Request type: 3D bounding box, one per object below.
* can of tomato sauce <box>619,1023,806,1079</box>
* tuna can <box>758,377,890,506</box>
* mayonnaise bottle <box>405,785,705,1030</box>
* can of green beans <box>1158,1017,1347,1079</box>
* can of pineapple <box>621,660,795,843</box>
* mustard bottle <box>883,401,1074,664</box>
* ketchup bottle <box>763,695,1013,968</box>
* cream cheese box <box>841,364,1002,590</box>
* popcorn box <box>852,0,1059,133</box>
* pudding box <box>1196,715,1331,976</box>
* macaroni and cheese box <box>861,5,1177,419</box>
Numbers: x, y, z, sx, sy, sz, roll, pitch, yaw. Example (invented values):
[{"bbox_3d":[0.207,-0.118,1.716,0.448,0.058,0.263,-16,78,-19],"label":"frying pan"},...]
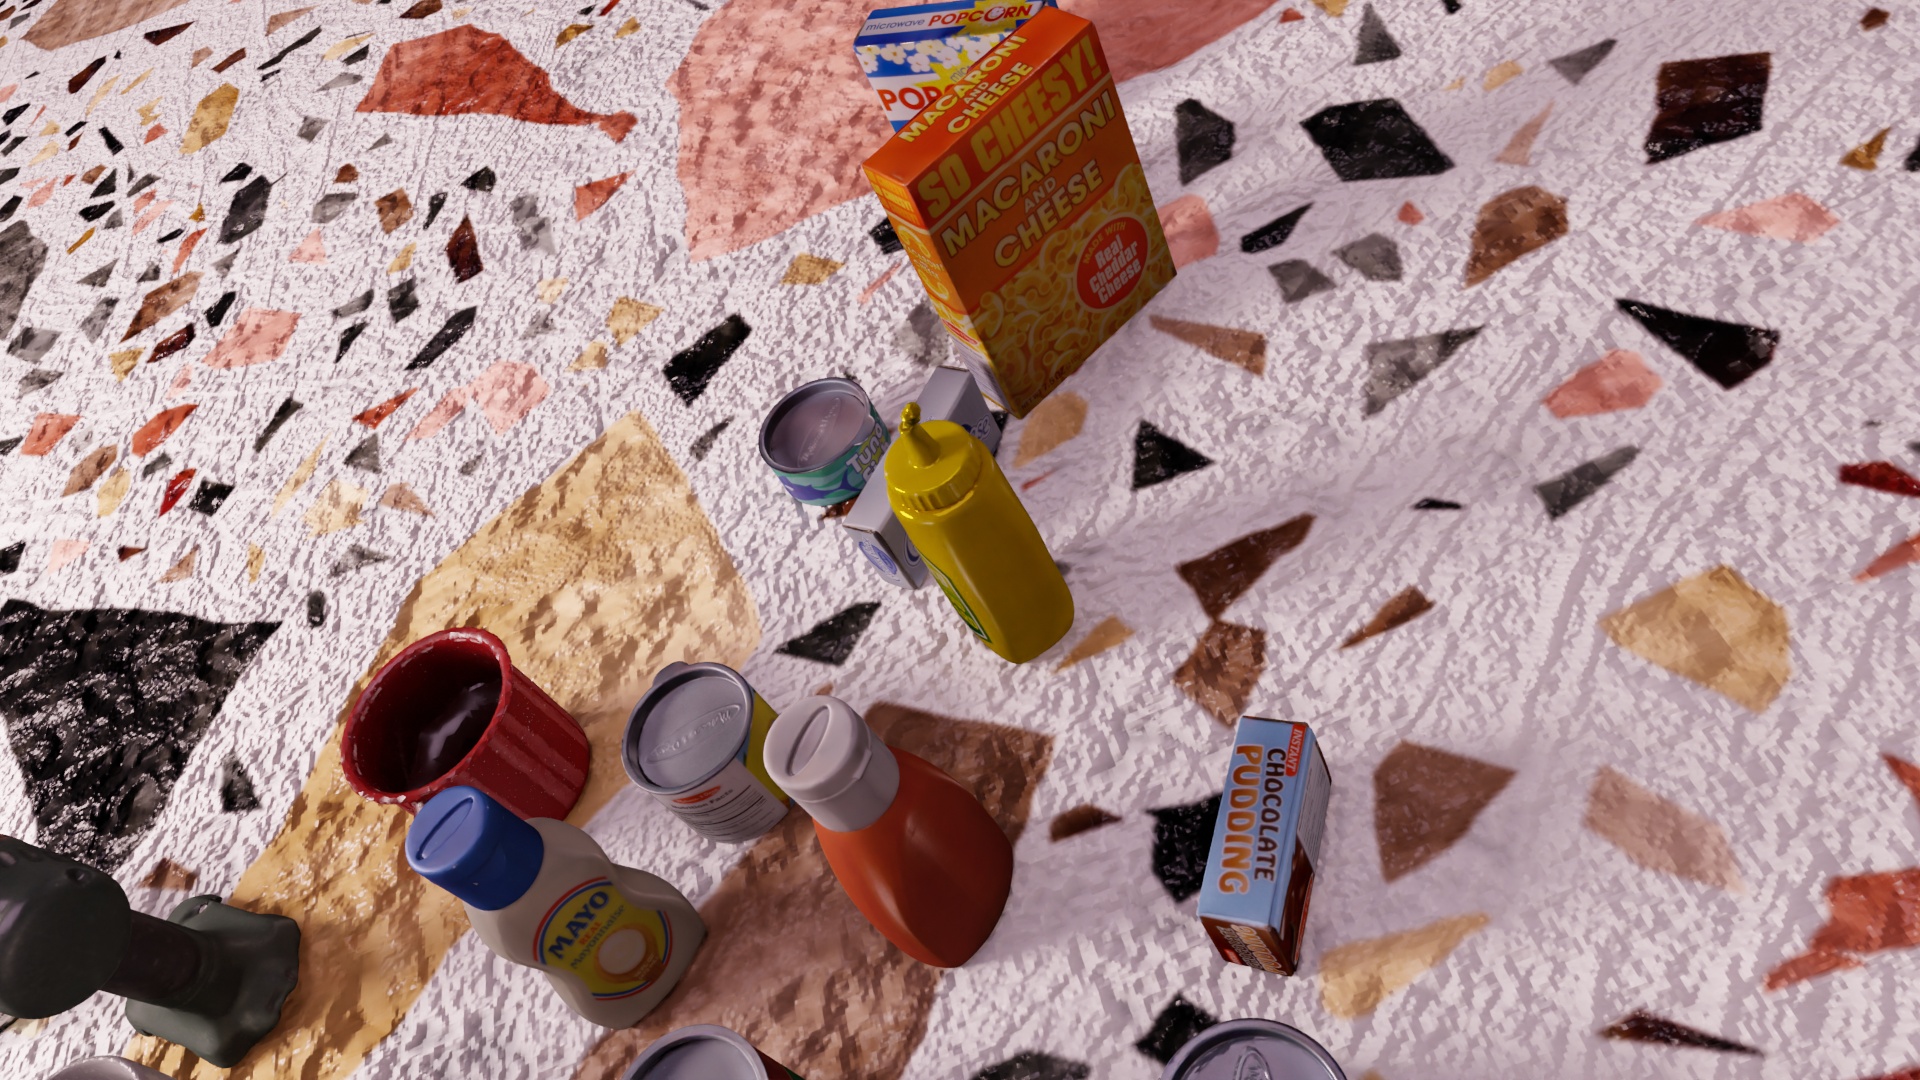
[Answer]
[{"bbox_3d":[-0.081,0.226,0.511,0.071,0.082,0.071,-12,51,16],"label":"can of tomato sauce"},{"bbox_3d":[-0.071,-0.053,0.752,0.071,0.032,0.071,-12,51,16],"label":"tuna can"},{"bbox_3d":[-0.164,0.148,0.565,0.041,0.147,0.065,27,70,37],"label":"mayonnaise bottle"},{"bbox_3d":[0.103,0.201,0.463,0.071,0.057,0.071,-12,51,16],"label":"can of green beans"},{"bbox_3d":[-0.112,0.097,0.640,0.071,0.057,0.071,-12,51,16],"label":"can of pineapple"},{"bbox_3d":[0.002,-0.008,0.599,0.049,0.159,0.065,-38,49,-6],"label":"mustard bottle"},{"bbox_3d":[-0.025,0.110,0.530,0.043,0.148,0.065,10,60,31],"label":"ketchup bottle"},{"bbox_3d":[-0.017,-0.032,0.697,0.024,0.053,0.104,13,62,32],"label":"cream cheese box"},{"bbox_3d":[0.007,-0.289,0.862,0.126,0.085,0.038,6,58,28],"label":"popcorn box"},{"bbox_3d":[0.117,0.115,0.527,0.030,0.049,0.084,3,57,27],"label":"pudding box"},{"bbox_3d":[0.035,-0.159,0.696,0.124,0.165,0.040,-44,50,-11],"label":"macaroni and cheese box"}]
